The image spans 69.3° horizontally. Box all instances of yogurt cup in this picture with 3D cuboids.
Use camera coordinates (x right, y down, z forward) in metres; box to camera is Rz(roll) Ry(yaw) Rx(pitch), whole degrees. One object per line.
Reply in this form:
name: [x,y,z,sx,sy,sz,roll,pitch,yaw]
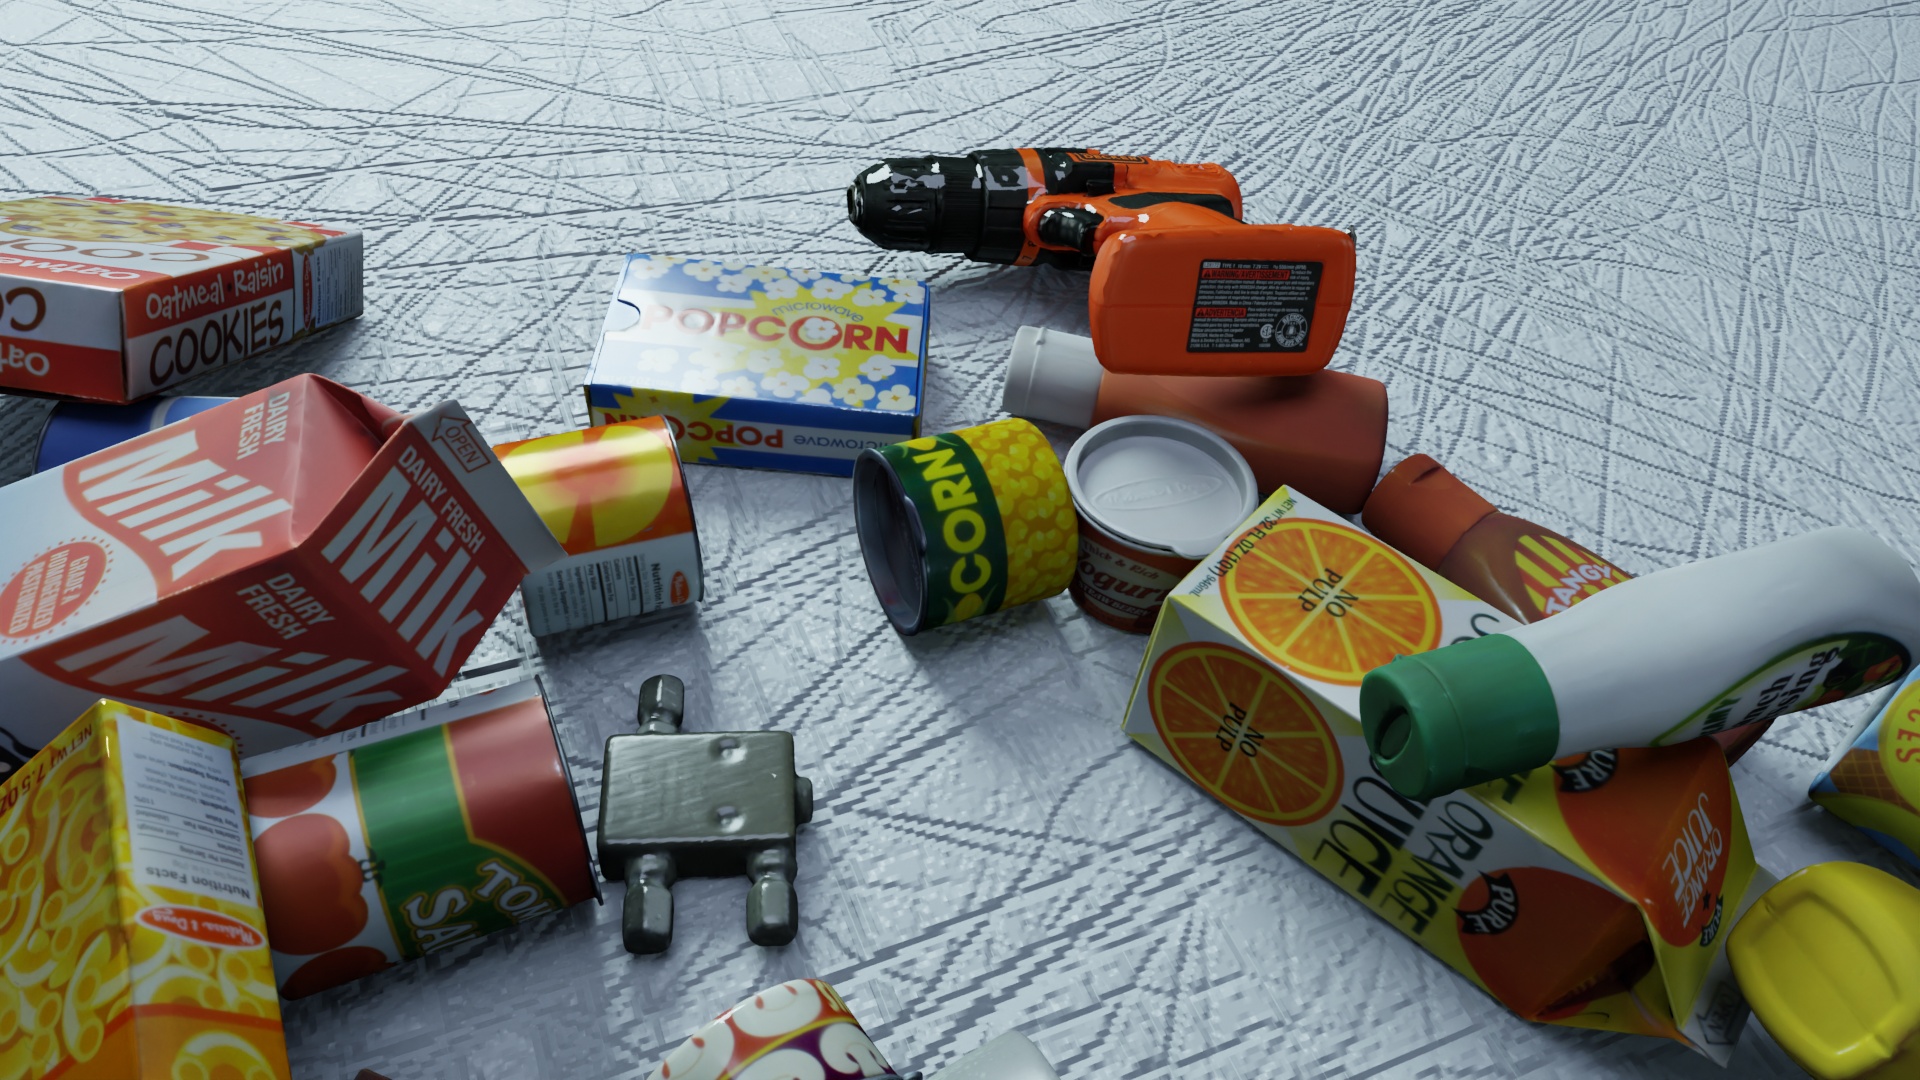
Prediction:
yogurt cup: [0.067,-0.004,0.499,0.072,0.053,0.073,4,46,-4]

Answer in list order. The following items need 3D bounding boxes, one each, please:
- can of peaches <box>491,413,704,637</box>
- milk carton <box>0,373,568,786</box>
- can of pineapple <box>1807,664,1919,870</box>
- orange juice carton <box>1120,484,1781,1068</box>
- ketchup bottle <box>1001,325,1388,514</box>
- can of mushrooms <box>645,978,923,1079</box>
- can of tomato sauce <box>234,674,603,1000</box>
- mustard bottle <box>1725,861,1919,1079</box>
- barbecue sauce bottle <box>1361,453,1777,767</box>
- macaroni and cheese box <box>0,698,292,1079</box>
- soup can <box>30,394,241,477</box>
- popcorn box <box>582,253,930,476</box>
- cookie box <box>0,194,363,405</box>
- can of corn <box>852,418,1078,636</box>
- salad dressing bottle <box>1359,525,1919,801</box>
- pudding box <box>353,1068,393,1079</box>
can of peaches: [-0.123,-0.007,0.469,0.058,0.070,0.071,-13,50,-17]
milk carton: [-0.214,0.017,0.392,0.191,0.072,0.074,-20,49,0]
can of pineapple: [0.320,0.074,0.446,0.071,0.070,0.058,-33,57,-32]
orange juice carton: [0.152,0.072,0.424,0.193,0.072,0.072,34,51,23]
ketchup bottle: [0.093,-0.054,0.556,0.149,0.043,0.065,13,41,6]
can of mushrooms: [-0.047,0.141,0.339,0.071,0.070,0.033,-27,54,-29]
can of tomato sauce: [-0.148,0.082,0.382,0.083,0.070,0.071,-16,50,-20]
mustard bottle: [0.278,0.136,0.374,0.160,0.048,0.065,25,26,-23]
barbecue sauce bottle: [0.210,0.026,0.495,0.065,0.043,0.149,-26,55,-27]
macaroni and cheese box: [-0.202,0.137,0.298,0.123,0.040,0.167,-39,54,8]
soup can: [-0.247,-0.013,0.461,0.084,0.071,0.072,1,46,-6]
popcorn box: [-0.077,-0.070,0.555,0.127,0.038,0.085,5,47,-3]
cookie box: [-0.311,-0.091,0.497,0.123,0.040,0.168,7,18,-1]
can of corn: [0.002,-0.006,0.481,0.058,0.070,0.071,-14,50,-20]
salad dressing bottle: [0.182,0.034,0.375,0.148,0.064,0.044,-13,60,-10]
pudding box: [-0.139,0.173,0.320,0.050,0.030,0.084,18,47,9]
